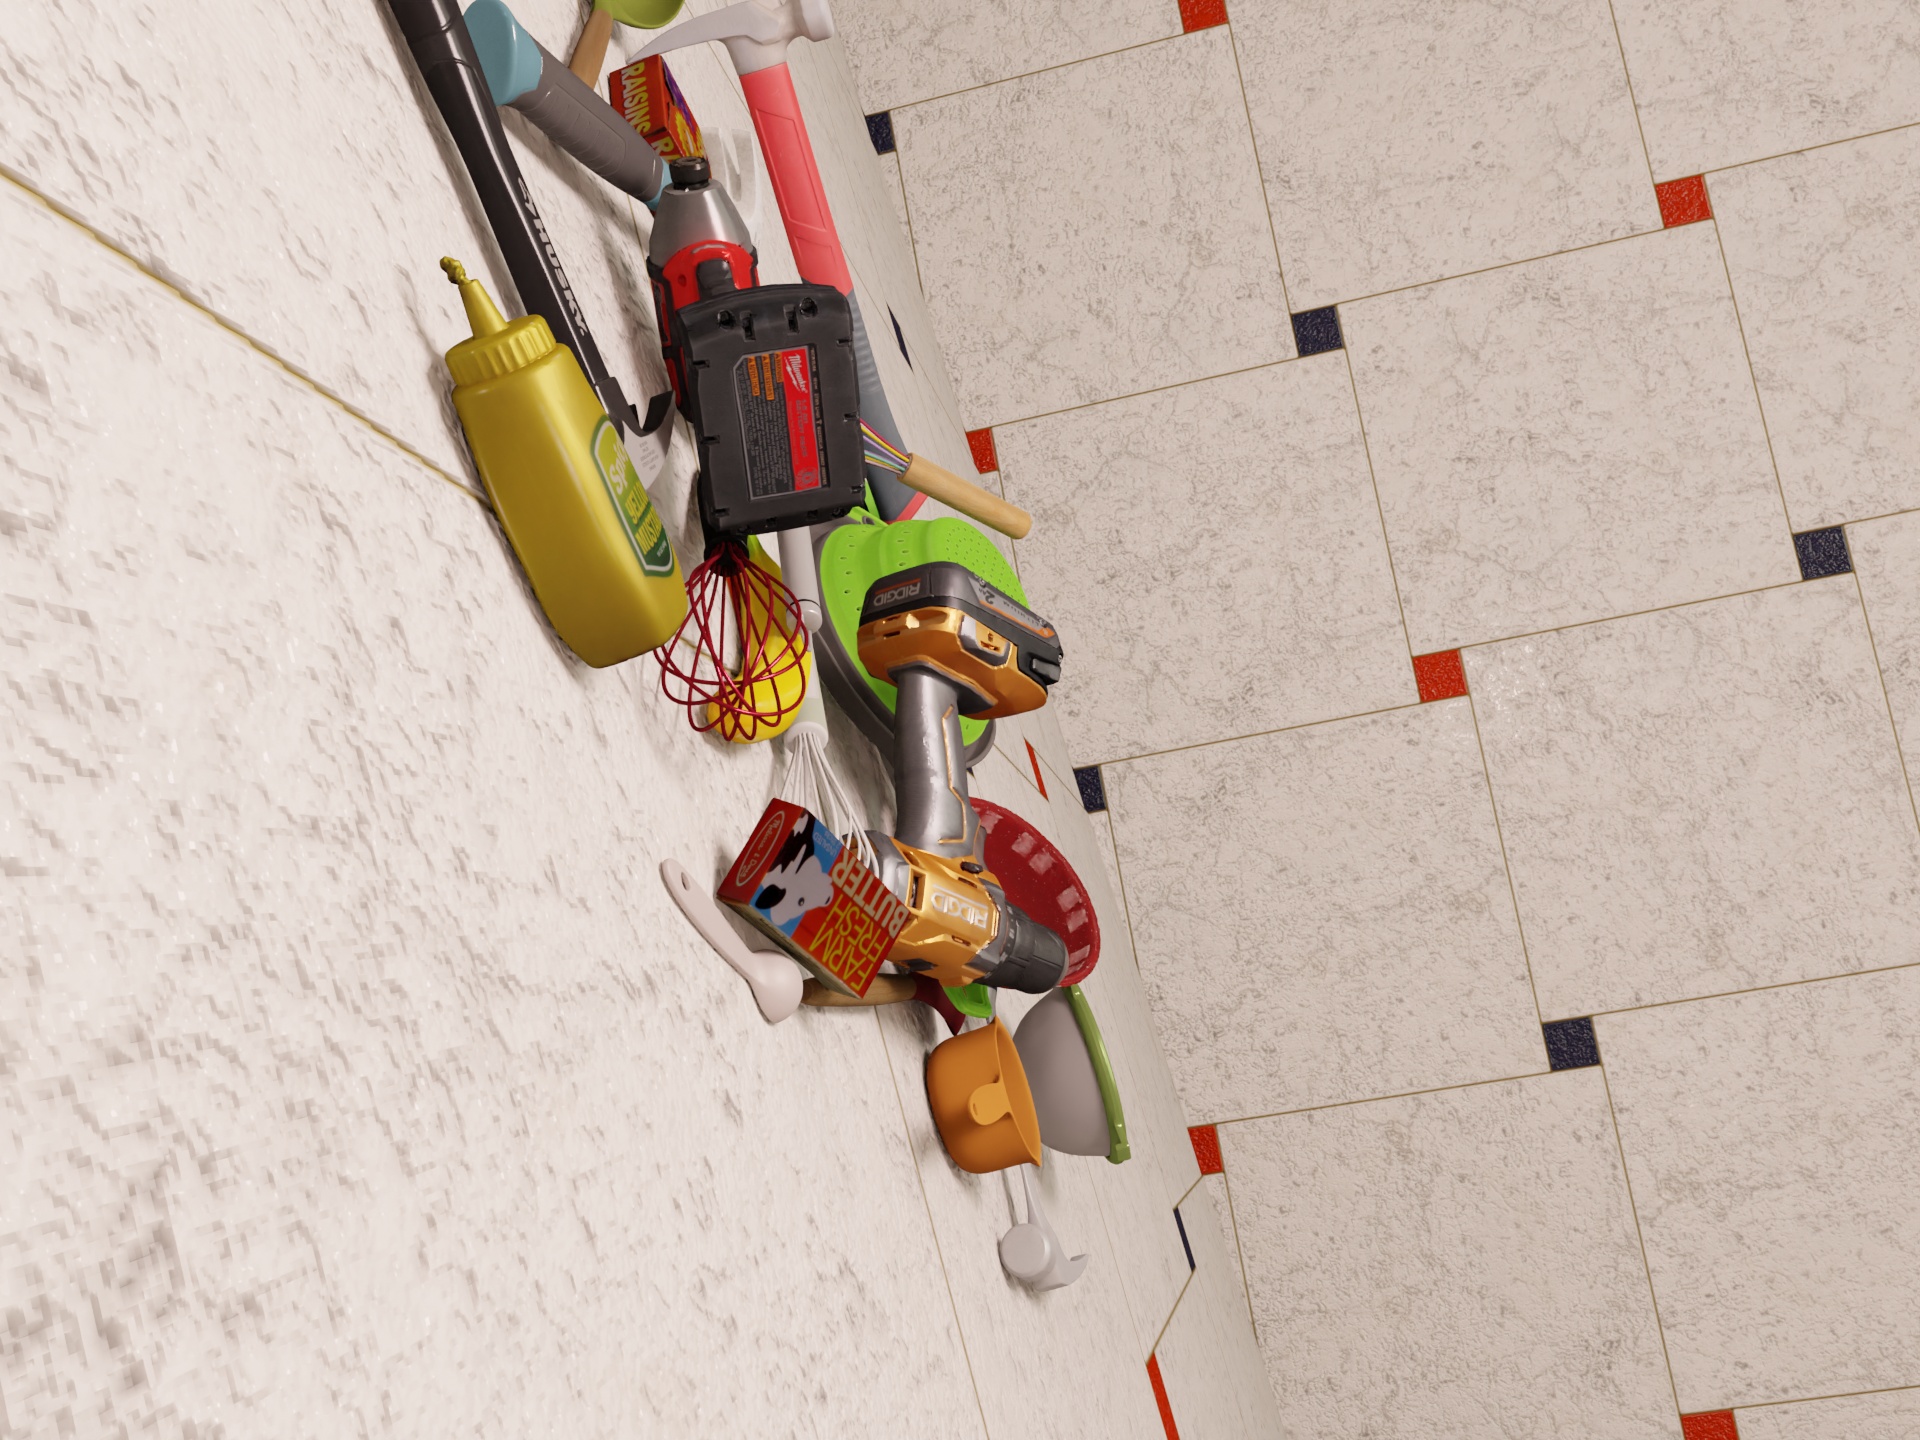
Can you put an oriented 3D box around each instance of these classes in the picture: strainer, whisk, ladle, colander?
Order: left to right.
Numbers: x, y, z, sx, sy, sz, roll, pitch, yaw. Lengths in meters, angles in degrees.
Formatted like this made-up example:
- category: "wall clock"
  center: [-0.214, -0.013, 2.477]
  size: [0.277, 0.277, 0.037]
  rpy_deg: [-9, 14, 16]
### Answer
- category: "ladle"
  center: [-0.208, -0.416, 0.954]
  size: [0.320, 0.062, 0.078]
  rpy_deg: [-95, 162, -49]
- category: "whisk"
  center: [-0.116, -0.074, 0.797]
  size: [0.296, 0.073, 0.073]
  rpy_deg: [-106, 174, -60]
- category: "strainer"
  center: [-0.102, -0.132, 0.921]
  size: [0.086, 0.050, 0.259]
  rpy_deg: [77, 0, -48]
- category: "whisk"
  center: [-0.084, 0.015, 0.867]
  size: [0.247, 0.057, 0.059]
  rpy_deg: [-105, -153, -50]
- category: "whisk"
  center: [-0.054, -0.180, 1.057]
  size: [0.244, 0.047, 0.051]
  rpy_deg: [24, 20, -24]
- category: "ladle"
  center: [-0.040, 0.153, 0.915]
  size: [0.069, 0.031, 0.315]
  rpy_deg: [63, 7, 14]
- category: "colander"
  center: [-0.002, -0.003, 1.047]
  size: [0.204, 0.094, 0.398]
  rpy_deg: [27, 42, -46]
- category: "strainer"
  center: [0.071, 0.295, 1.287]
  size: [0.256, 0.069, 0.152]
  rpy_deg: [101, -27, -70]

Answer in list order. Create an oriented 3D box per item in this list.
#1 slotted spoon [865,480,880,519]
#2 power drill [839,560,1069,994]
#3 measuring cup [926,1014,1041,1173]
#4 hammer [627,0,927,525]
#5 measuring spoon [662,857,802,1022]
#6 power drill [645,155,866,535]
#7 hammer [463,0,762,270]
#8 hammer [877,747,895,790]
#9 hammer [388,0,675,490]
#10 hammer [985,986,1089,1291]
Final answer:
- category: "slotted spoon"
  center: [-0.131, -0.270, 1.261]
  size: [0.070, 0.031, 0.313]
  rpy_deg: [-100, 167, -48]
- category: "power drill"
  center: [0.006, 0.044, 0.929]
  size: [0.185, 0.084, 0.226]
  rpy_deg: [29, 58, -43]
- category: "measuring cup"
  center: [0.004, 0.231, 0.950]
  size: [0.173, 0.052, 0.095]
  rpy_deg: [33, 40, -75]
- category: "hammer"
  center: [-0.113, -0.318, 1.164]
  size: [0.038, 0.143, 0.386]
  rpy_deg: [-90, 165, -64]
- category: "measuring spoon"
  center: [-0.095, 0.093, 0.690]
  size: [0.124, 0.018, 0.034]
  rpy_deg: [62, 13, -49]
- category: "power drill"
  center: [-0.115, -0.196, 0.814]
  size: [0.220, 0.078, 0.143]
  rpy_deg: [-121, -157, -54]
- category: "hammer"
  center: [-0.178, -0.302, 0.873]
  size: [0.331, 0.033, 0.128]
  rpy_deg: [3, 96, -77]
- category: "hammer"
  center: [0.011, -0.027, 1.304]
  size: [0.409, 0.036, 0.149]
  rpy_deg: [-20, 91, -68]
- category: "hammer"
  center: [-0.205, -0.254, 0.674]
  size: [0.146, 0.035, 0.334]
  rpy_deg: [-81, 152, -72]
- category: "hammer"
  center: [0.021, 0.213, 1.169]
  size: [0.143, 0.035, 0.406]
  rpy_deg: [58, 15, -58]
